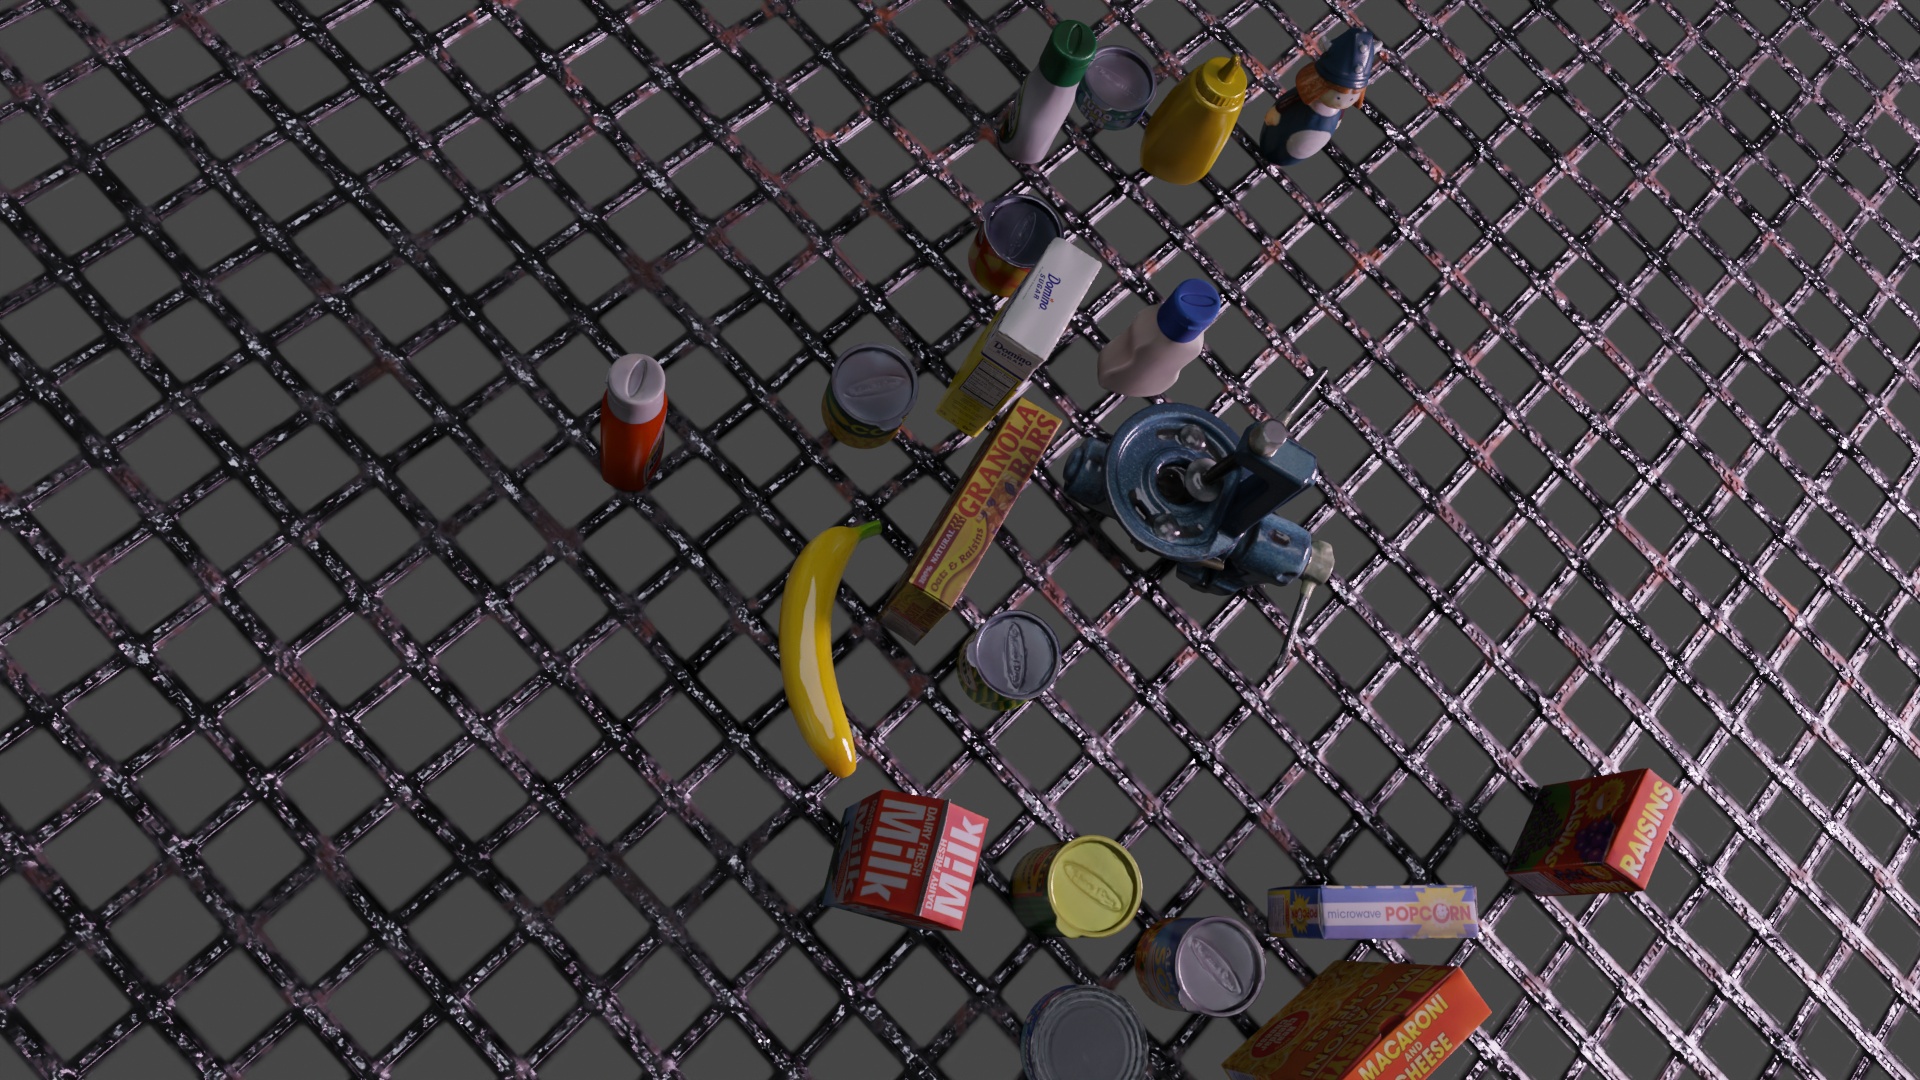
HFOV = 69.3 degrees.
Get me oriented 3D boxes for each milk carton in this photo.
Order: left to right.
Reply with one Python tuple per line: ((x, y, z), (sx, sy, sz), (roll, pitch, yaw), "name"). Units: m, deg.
((-0.036, 0.209, 0.901), (0.073, 0.190, 0.072), (17, 71, -9), "milk carton")

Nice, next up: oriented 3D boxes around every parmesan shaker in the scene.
((0.075, 0.244, 0.965), (0.071, 0.102, 0.071), (4, 73, -13), "parmesan shaker")

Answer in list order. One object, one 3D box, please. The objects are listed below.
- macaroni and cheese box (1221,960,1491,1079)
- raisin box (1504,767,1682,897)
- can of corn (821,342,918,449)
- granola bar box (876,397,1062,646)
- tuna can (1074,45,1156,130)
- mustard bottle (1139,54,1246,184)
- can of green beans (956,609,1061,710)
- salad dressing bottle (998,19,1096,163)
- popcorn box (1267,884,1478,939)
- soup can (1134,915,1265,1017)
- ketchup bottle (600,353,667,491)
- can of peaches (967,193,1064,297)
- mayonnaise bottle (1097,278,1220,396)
((0.265, 0.341, 0.950), (0.124, 0.166, 0.040), (-34, 85, -20), "macaroni and cheese box")
((0.482, 0.225, 1.062), (0.040, 0.123, 0.086), (36, 69, -2), "raisin box")
((-0.069, -0.107, 1.058), (0.071, 0.058, 0.071), (4, 73, -13), "can of corn")
((0.004, -0.013, 1.013), (0.039, 0.124, 0.166), (32, 69, -3), "granola bar box")
((0.133, -0.391, 1.207), (0.071, 0.032, 0.071), (4, 73, -13), "tuna can")
((0.199, -0.353, 1.145), (0.065, 0.159, 0.049), (20, 71, -8), "mustard bottle")
((0.035, 0.089, 1.025), (0.071, 0.057, 0.071), (4, 73, -13), "can of green beans")
((0.070, -0.361, 1.121), (0.044, 0.147, 0.064), (18, 71, -9), "salad dressing bottle")
((0.302, 0.274, 1.023), (0.127, 0.085, 0.038), (3, 74, -13), "popcorn box")
((0.165, 0.302, 0.981), (0.071, 0.083, 0.071), (4, 73, -13), "soup can")
((-0.227, -0.085, 0.963), (0.043, 0.148, 0.065), (16, 71, -9), "ketchup bottle")
((0.042, -0.239, 1.125), (0.071, 0.058, 0.071), (4, 73, -13), "can of peaches")
((0.157, -0.156, 1.081), (0.065, 0.147, 0.041), (5, 73, -13), "mayonnaise bottle")
